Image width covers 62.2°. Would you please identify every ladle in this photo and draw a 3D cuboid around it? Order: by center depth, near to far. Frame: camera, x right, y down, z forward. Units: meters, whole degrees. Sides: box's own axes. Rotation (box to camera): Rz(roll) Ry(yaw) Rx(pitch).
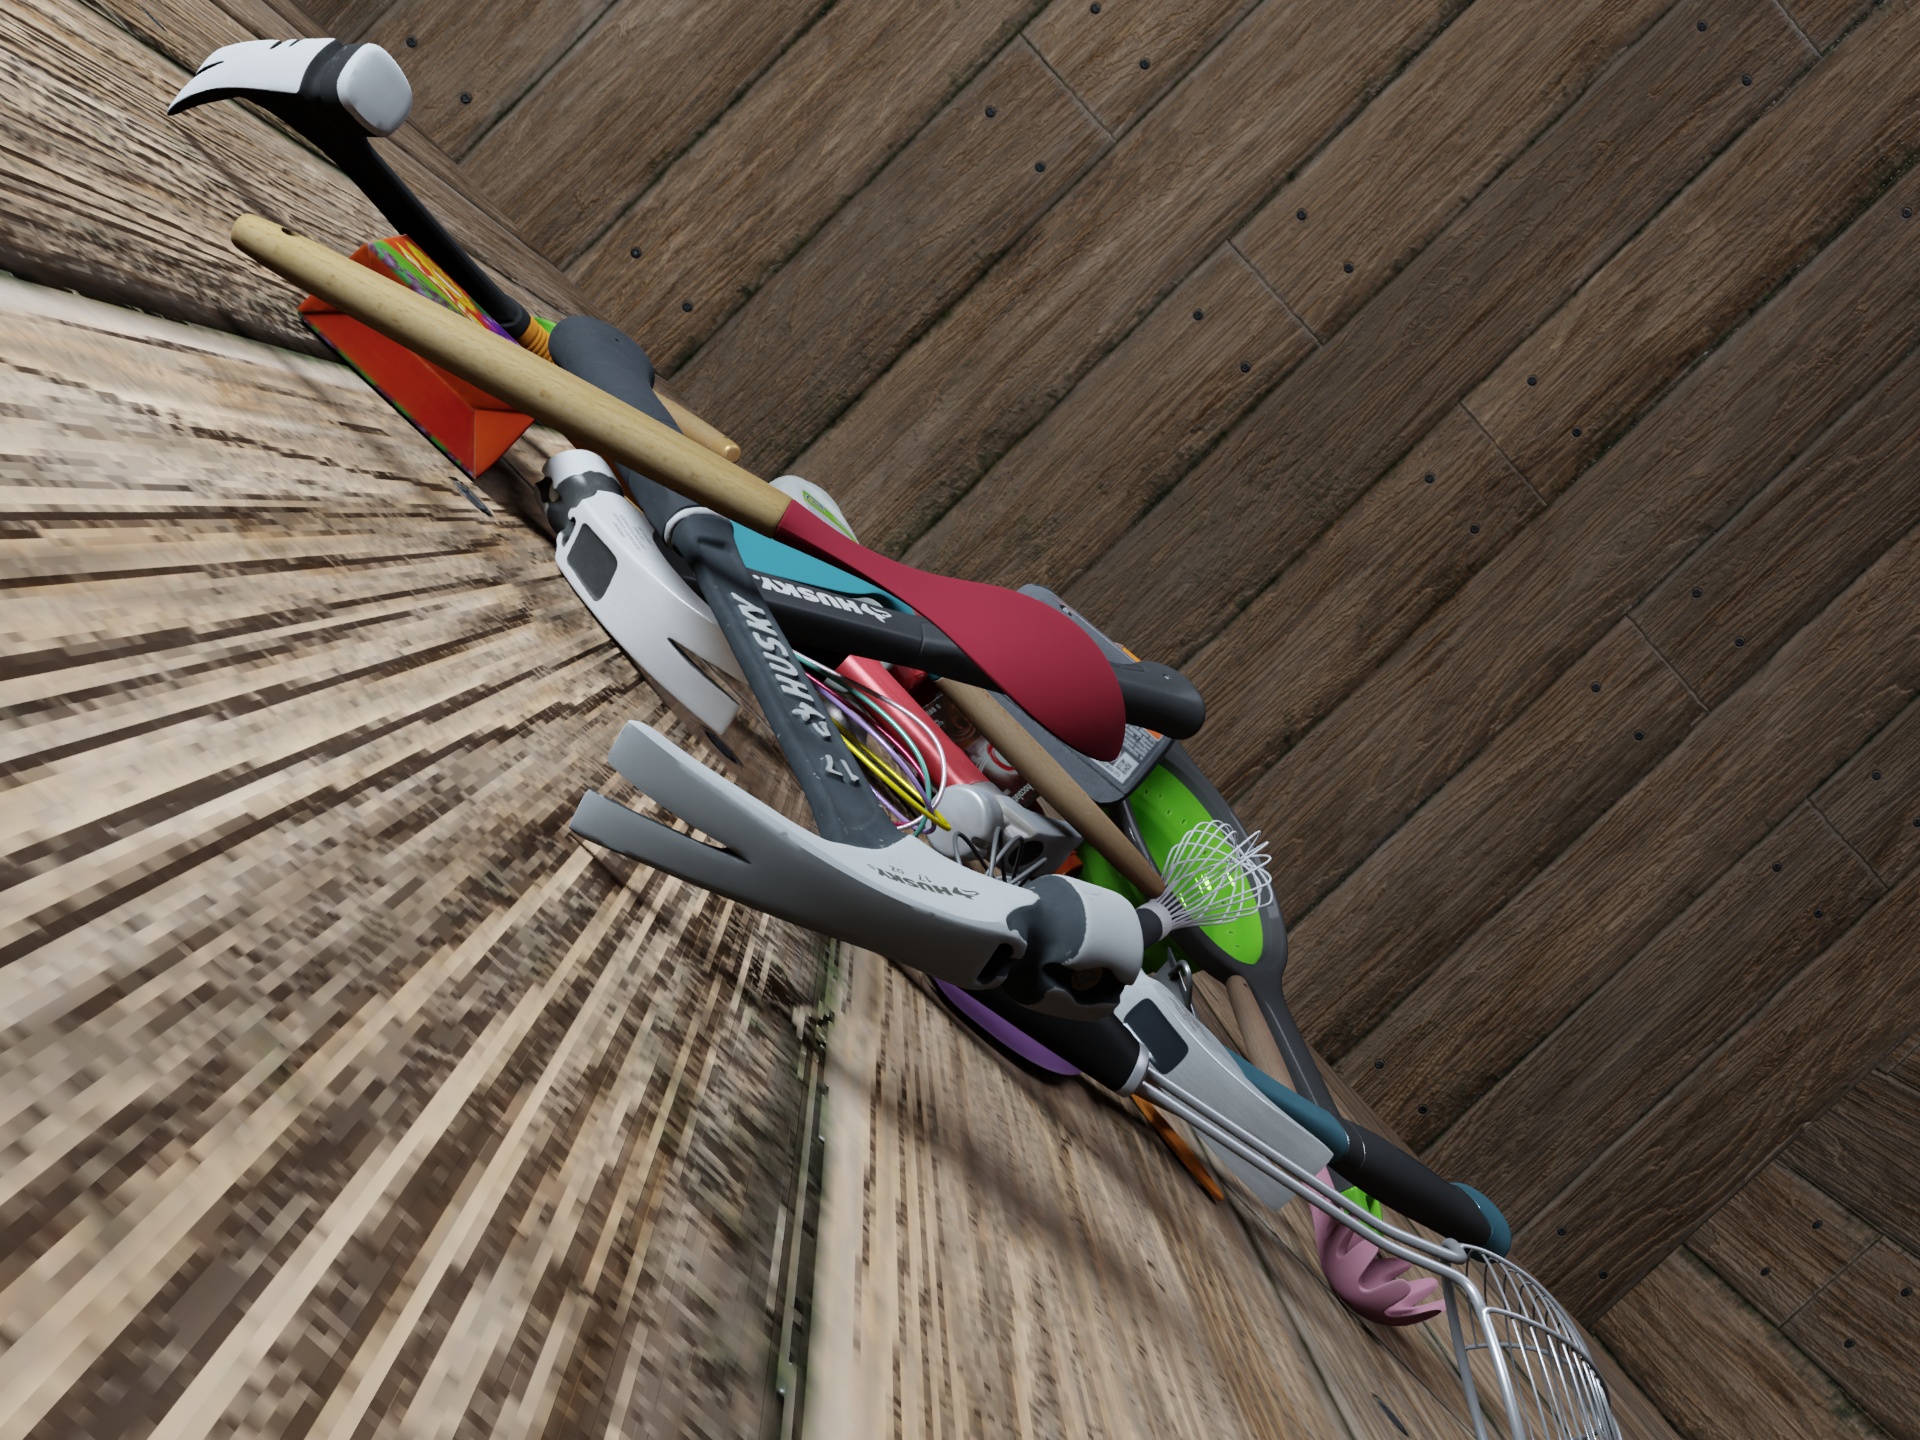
[{"bbox_3d":[-0.079,-0.075,0.498,0.315,0.031,0.069,28,22,-7],"label":"ladle"}]

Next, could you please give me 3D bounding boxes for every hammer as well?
[{"bbox_3d":[-0.087,-0.055,0.527,0.149,0.036,0.409,21,21,-35],"label":"hammer"},{"bbox_3d":[-0.010,-0.029,0.683,0.334,0.035,0.146,12,28,-41],"label":"hammer"},{"bbox_3d":[0.175,0.196,0.741,0.330,0.033,0.128,36,11,-40],"label":"hammer"},{"bbox_3d":[-0.218,-0.182,0.765,0.127,0.034,0.336,14,-22,32],"label":"hammer"},{"bbox_3d":[-0.078,-0.055,0.916,0.387,0.038,0.143,47,14,26],"label":"hammer"}]

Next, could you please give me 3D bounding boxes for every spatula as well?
[{"bbox_3d":[0.073,0.149,0.673,0.315,0.018,0.060,36,12,-48],"label":"spatula"},{"bbox_3d":[-0.001,-0.003,0.801,0.317,0.044,0.082,45,10,-25],"label":"spatula"}]

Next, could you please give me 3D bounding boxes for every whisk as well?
[{"bbox_3d":[-0.087,-0.027,0.692,0.245,0.051,0.047,42,30,28],"label":"whisk"},{"bbox_3d":[0.018,0.080,0.724,0.055,0.055,0.239,47,-1,9],"label":"whisk"},{"bbox_3d":[0.125,0.113,0.943,0.070,0.070,0.284,47,26,14],"label":"whisk"}]

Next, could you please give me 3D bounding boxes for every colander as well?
[{"bbox_3d":[0.169,0.185,1.112,0.204,0.094,0.397,14,47,-54],"label":"colander"}]

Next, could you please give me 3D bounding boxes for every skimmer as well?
[{"bbox_3d":[0.090,0.176,0.555,0.363,0.090,0.127,35,15,-7],"label":"skimmer"}]

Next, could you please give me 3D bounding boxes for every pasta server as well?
[{"bbox_3d":[0.189,0.219,0.872,0.060,0.040,0.316,41,13,-16],"label":"pasta server"}]

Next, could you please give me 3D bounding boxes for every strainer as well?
[{"bbox_3d":[0.146,0.202,0.914,0.258,0.050,0.087,52,17,-49],"label":"strainer"}]

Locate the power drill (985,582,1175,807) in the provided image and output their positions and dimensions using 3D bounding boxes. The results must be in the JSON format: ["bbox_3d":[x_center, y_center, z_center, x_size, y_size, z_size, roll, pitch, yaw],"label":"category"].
[{"bbox_3d":[0.046,-0.027,0.952,0.164,0.084,0.226,39,2,-2],"label":"power drill"}]

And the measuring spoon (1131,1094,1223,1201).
[{"bbox_3d":[0.087,0.173,0.724,0.021,0.011,0.117,43,4,-44],"label":"measuring spoon"}]

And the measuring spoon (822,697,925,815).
[{"bbox_3d":[-0.034,0.028,0.890,0.124,0.018,0.034,45,2,22],"label":"measuring spoon"}]

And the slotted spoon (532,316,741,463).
[{"bbox_3d":[-0.223,-0.221,1.071,0.070,0.031,0.314,20,11,-41],"label":"slotted spoon"}]
